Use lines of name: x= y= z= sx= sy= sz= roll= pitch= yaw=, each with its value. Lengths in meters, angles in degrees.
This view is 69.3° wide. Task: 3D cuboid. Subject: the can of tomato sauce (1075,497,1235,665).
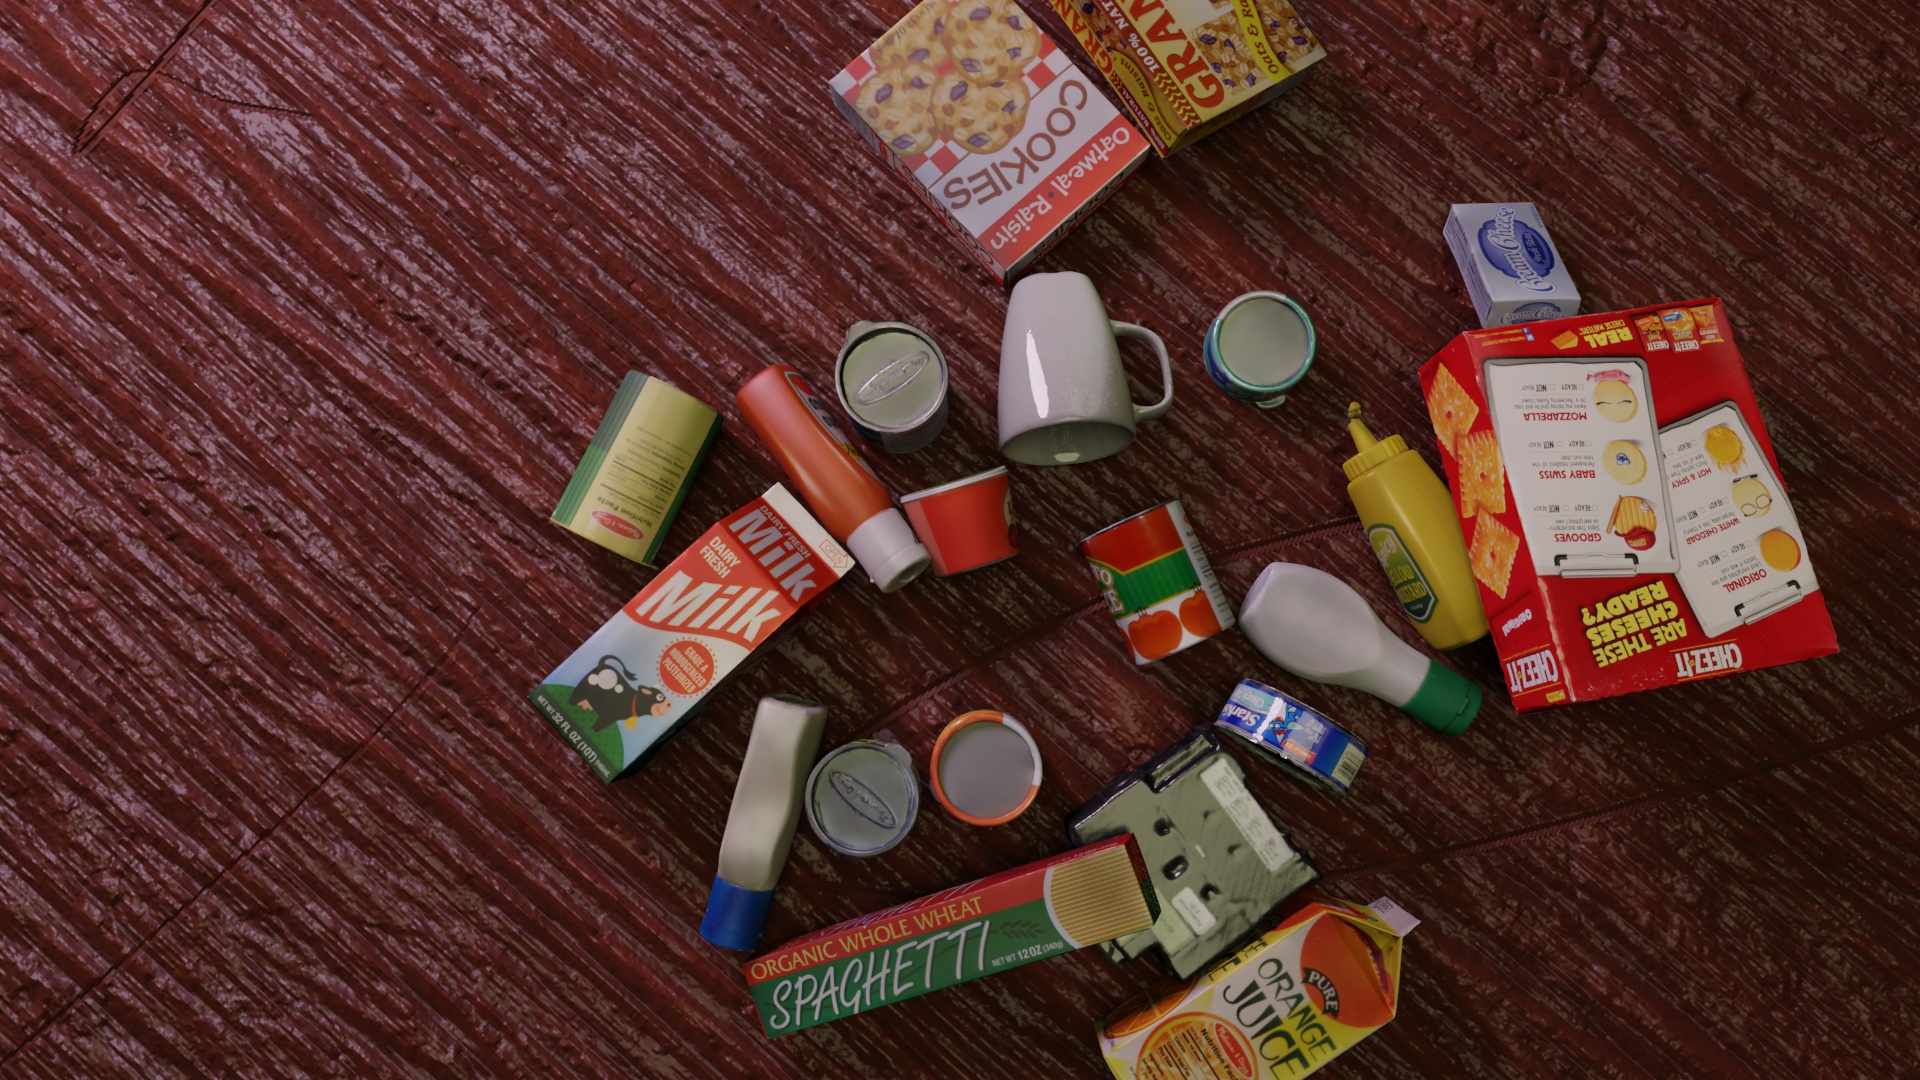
can of tomato sauce: x=0.117 y=0.026 z=0.838 sx=0.071 sy=0.071 sz=0.083 roll=-24 pitch=86 yaw=-2

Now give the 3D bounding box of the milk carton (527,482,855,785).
milk carton: x=-0.156 y=0.054 z=0.832 sx=0.191 sy=0.073 sz=0.072 roll=-43 pitch=86 yaw=-4

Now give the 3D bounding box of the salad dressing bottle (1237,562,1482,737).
salad dressing bottle: x=0.243 y=0.068 z=0.844 sx=0.148 sy=0.044 sz=0.064 roll=30 pitch=85 yaw=2

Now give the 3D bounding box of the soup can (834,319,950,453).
soup can: x=-0.041 y=-0.093 z=0.840 sx=0.071 sy=0.083 sz=0.071 roll=0 pitch=85 yaw=0

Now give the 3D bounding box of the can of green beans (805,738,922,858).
can of green beans: x=-0.056 y=0.152 z=0.829 sx=0.071 sy=0.058 sz=0.071 roll=0 pitch=85 yaw=1

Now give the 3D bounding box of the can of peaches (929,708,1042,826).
can of peaches: x=0.013 y=0.136 z=0.831 sx=0.071 sy=0.058 sz=0.071 roll=0 pitch=85 yaw=0

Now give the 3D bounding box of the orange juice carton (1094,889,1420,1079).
orange juice carton: x=0.179 y=0.268 z=0.810 sx=0.193 sy=0.072 sz=0.073 roll=-33 pitch=86 yaw=-3

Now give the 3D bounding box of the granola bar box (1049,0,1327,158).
granola bar box: x=0.131 y=-0.336 z=0.868 sx=0.124 sy=0.039 sz=0.165 roll=-33 pitch=85 yaw=-22

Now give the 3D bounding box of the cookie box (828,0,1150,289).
cookie box: x=0.019 y=-0.262 z=0.879 sx=0.123 sy=0.040 sz=0.167 roll=-42 pitch=85 yaw=-4

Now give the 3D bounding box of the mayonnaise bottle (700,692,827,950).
mayonnaise bottle: x=-0.118 y=0.167 z=0.828 sx=0.041 sy=0.065 sz=0.148 roll=16 pitch=89 yaw=5

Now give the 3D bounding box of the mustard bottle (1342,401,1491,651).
mustard bottle: x=0.273 y=-0.012 z=0.844 sx=0.049 sy=0.065 sz=0.160 roll=-25 pitch=80 yaw=-11

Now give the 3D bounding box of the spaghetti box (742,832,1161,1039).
spaghetti box: x=-0.010 y=0.231 z=0.804 sx=0.250 sy=0.029 sz=0.050 roll=-21 pitch=86 yaw=15

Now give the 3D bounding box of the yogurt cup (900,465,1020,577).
yogurt cup: x=0.003 y=-0.011 z=0.843 sx=0.072 sy=0.072 sz=0.054 roll=-17 pitch=93 yaw=-1

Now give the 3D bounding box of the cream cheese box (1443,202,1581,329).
cream cheese box: x=0.335 y=-0.168 z=0.848 sx=0.053 sy=0.024 sz=0.104 roll=-1 pitch=46 yaw=2

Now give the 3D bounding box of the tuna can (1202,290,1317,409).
tuna can: x=0.188 y=-0.119 z=0.867 sx=0.071 sy=0.033 sz=0.071 roll=0 pitch=84 yaw=1

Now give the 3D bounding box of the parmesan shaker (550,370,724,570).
parmesan shaker: x=-0.193 y=-0.043 z=0.846 sx=0.071 sy=0.071 sz=0.103 roll=26 pitch=85 yaw=3

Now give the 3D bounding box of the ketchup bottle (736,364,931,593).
ketchup bottle: x=-0.075 y=-0.036 z=0.835 sx=0.043 sy=0.064 sz=0.149 roll=-38 pitch=77 yaw=3
